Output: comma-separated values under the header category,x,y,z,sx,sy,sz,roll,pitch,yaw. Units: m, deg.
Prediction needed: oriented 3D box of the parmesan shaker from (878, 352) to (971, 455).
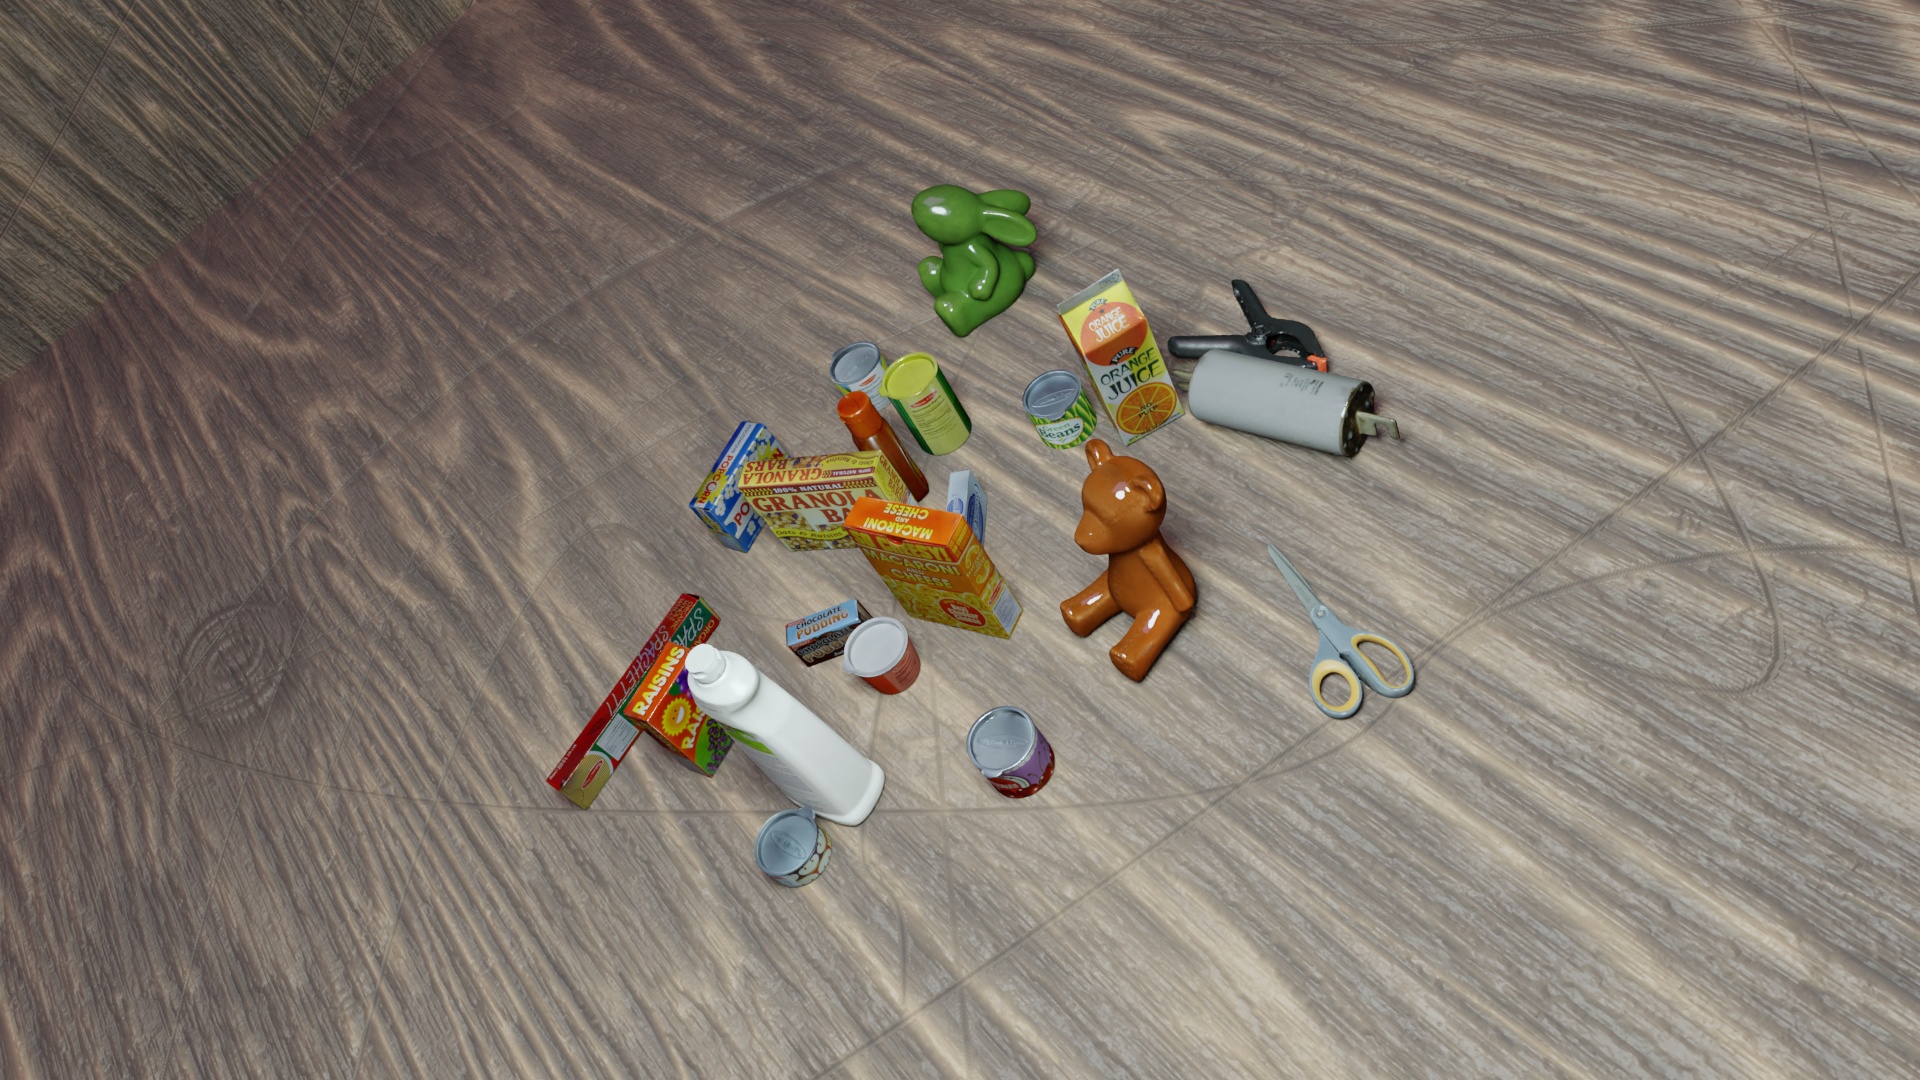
category,x,y,z,sx,sy,sz,roll,pitch,yaw
parmesan shaker,-0.039,-0.149,1.540,0.071,0.102,0.071,-14,51,17

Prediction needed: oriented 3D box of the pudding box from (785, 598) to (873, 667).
category,x,y,z,sx,sy,sz,roll,pitch,yaw
pudding box,-0.133,0.095,1.434,0.083,0.049,0.030,-20,49,11

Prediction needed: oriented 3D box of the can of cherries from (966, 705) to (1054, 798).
category,x,y,z,sx,sy,sz,roll,pitch,yaw
can of cherries,0.045,0.195,1.263,0.071,0.058,0.072,-14,50,17

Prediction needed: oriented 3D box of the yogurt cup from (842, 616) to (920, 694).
category,x,y,z,sx,sy,sz,roll,pitch,yaw
yogurt cup,-0.075,0.118,1.385,0.072,0.053,0.073,-14,50,17

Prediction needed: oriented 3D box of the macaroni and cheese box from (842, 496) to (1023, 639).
category,x,y,z,sx,sy,sz,roll,pitch,yaw
macaroni and cheese box,-0.025,0.028,1.353,0.124,0.166,0.040,11,61,32

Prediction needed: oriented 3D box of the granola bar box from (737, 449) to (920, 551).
category,x,y,z,sx,sy,sz,roll,pitch,yaw
granola bar box,-0.137,-0.040,1.490,0.165,0.123,0.039,-4,54,24

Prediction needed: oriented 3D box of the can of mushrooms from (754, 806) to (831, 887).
category,x,y,z,sx,sy,sz,roll,pitch,yaw
can of mushrooms,-0.156,0.288,1.308,0.071,0.033,0.071,-13,50,17

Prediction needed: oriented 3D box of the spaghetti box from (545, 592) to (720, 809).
category,x,y,z,sx,sy,sz,roll,pitch,yaw
spaghetti box,-0.345,0.168,1.484,0.029,0.050,0.251,17,64,35

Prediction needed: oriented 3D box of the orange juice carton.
category,x,y,z,sx,sy,sz,roll,pitch,yaw
orange juice carton,0.159,-0.192,1.414,0.072,0.192,0.073,-29,48,4

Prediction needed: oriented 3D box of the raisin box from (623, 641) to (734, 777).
category,x,y,z,sx,sy,sz,roll,pitch,yaw
raisin box,-0.272,0.170,1.395,0.040,0.123,0.086,15,63,34

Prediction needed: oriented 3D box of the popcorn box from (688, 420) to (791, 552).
category,x,y,z,sx,sy,sz,roll,pitch,yaw
popcorn box,-0.246,-0.062,1.588,0.038,0.085,0.127,11,61,33

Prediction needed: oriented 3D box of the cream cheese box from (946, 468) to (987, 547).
category,x,y,z,sx,sy,sz,roll,pitch,yaw
cream cheese box,0.005,-0.018,1.450,0.024,0.053,0.104,-10,52,20

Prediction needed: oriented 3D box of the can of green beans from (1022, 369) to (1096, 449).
category,x,y,z,sx,sy,sz,roll,pitch,yaw
can of green beans,0.107,-0.140,1.491,0.071,0.057,0.071,-14,50,17

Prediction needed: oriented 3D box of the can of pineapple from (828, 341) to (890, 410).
category,x,y,z,sx,sy,sz,roll,pitch,yaw
can of pineapple,-0.114,-0.193,1.642,0.071,0.057,0.071,-14,50,17

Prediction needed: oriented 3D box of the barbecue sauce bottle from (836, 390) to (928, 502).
category,x,y,z,sx,sy,sz,roll,pitch,yaw
barbecue sauce bottle,-0.086,-0.100,1.495,0.044,0.148,0.065,-38,48,-4
